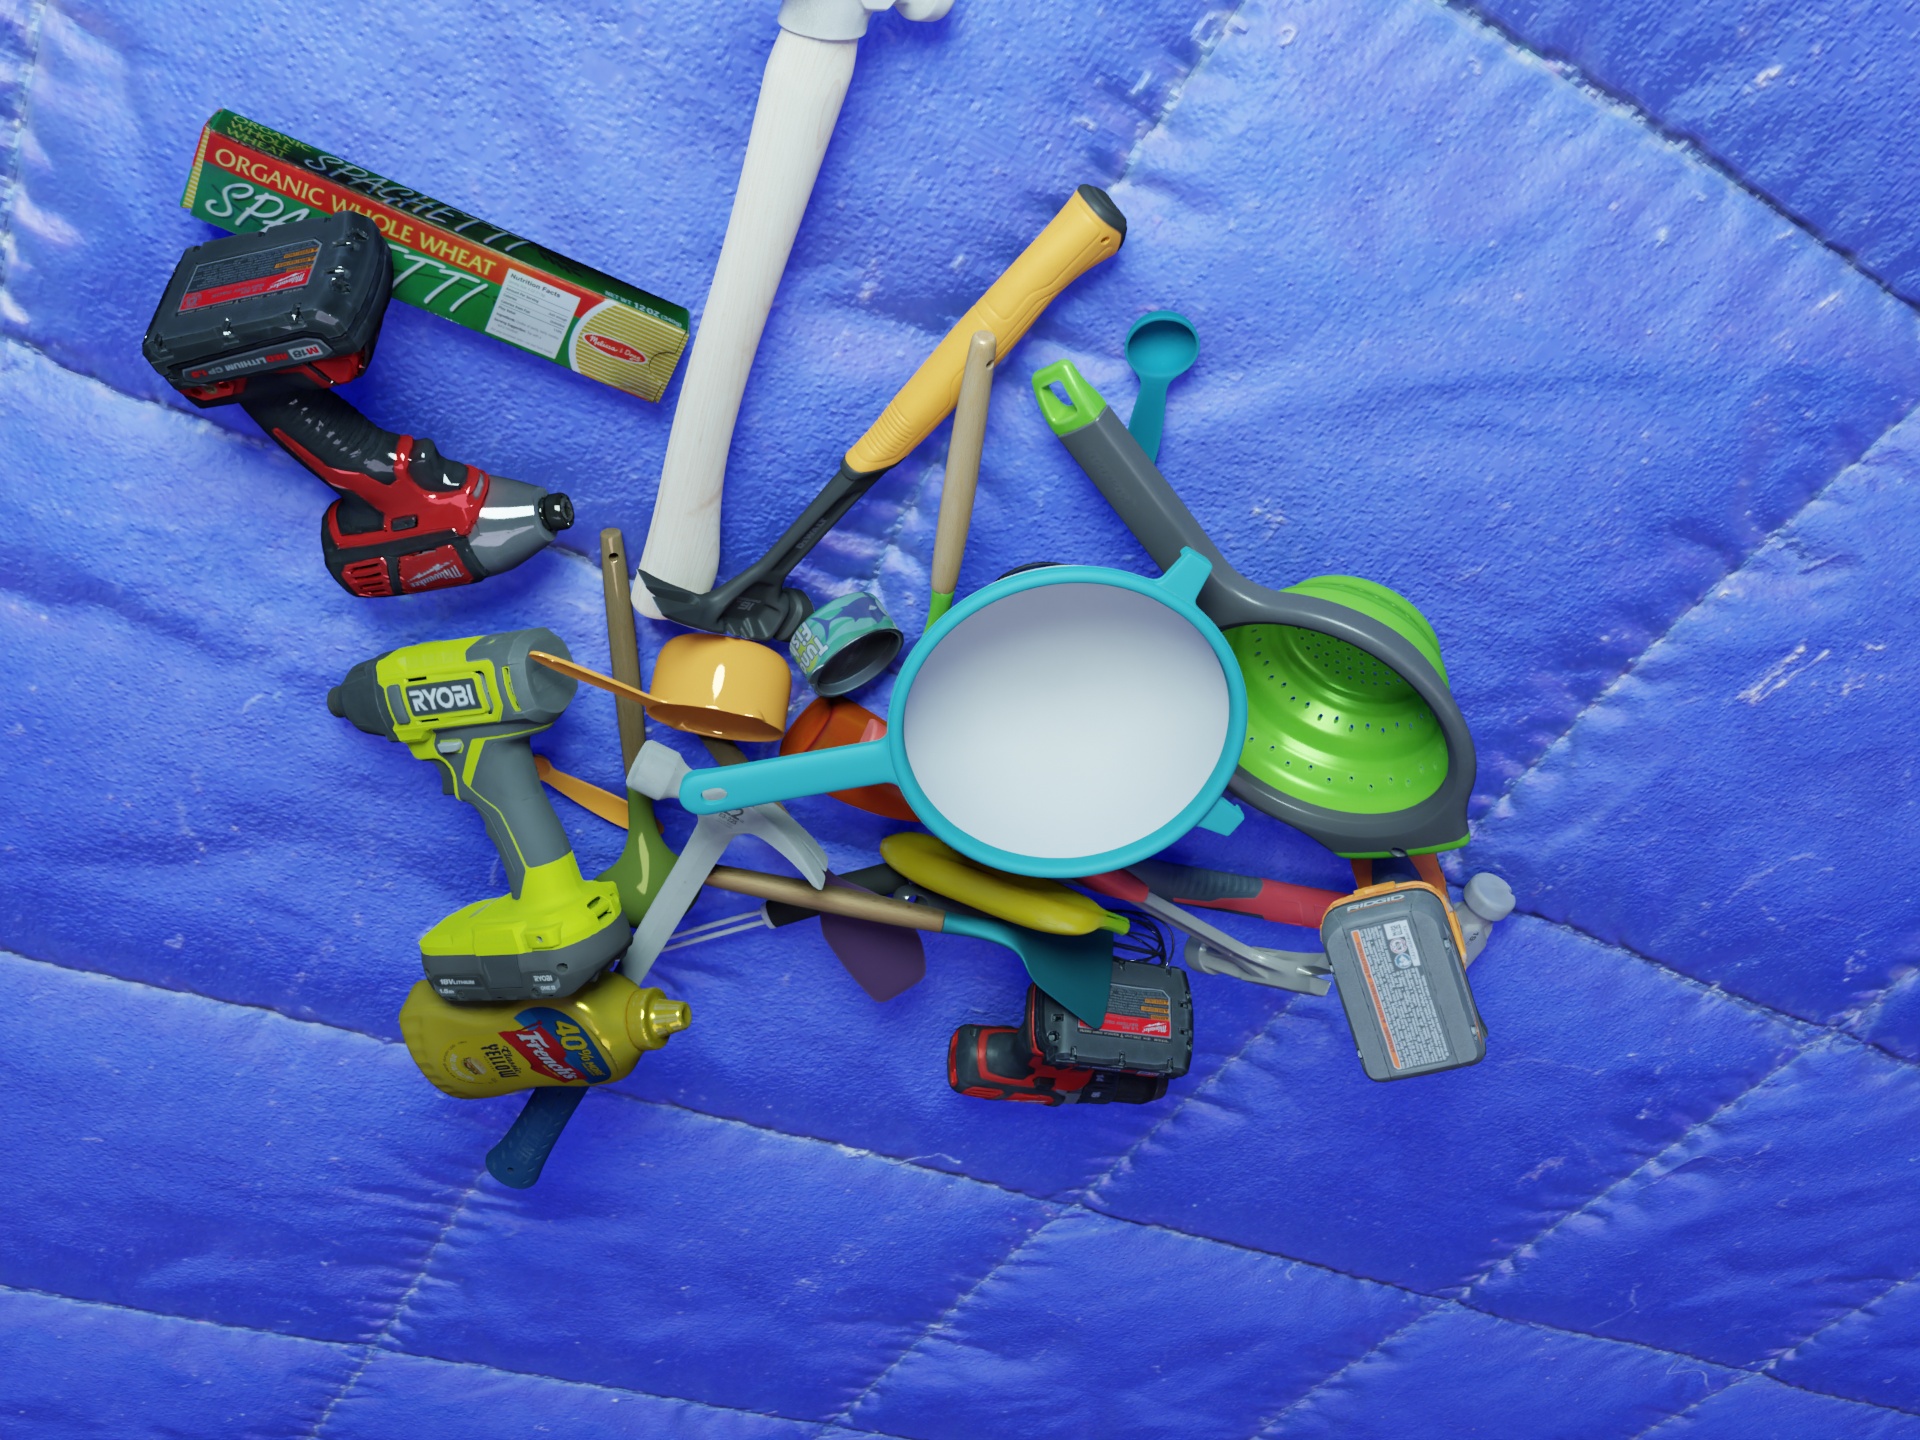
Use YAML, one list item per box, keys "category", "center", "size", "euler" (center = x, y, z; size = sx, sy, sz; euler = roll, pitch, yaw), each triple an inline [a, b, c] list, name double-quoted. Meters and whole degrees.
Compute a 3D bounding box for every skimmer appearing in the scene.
- category: "skimmer"
  center: [-0.197, 0.182, 1.168]
  size: [0.363, 0.090, 0.127]
  euler: [-17, 131, 9]

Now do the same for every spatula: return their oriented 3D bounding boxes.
- category: "spatula"
  center: [-0.040, 0.140, 1.108]
  size: [0.317, 0.082, 0.044]
  euler: [13, 153, -7]
- category: "spatula"
  center: [-0.113, 0.085, 1.109]
  size: [0.060, 0.018, 0.315]
  euler: [-32, 119, 2]

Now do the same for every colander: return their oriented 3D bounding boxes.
- category: "colander"
  center: [0.186, -0.081, 0.973]
  size: [0.204, 0.094, 0.396]
  euler: [-13, 125, 50]

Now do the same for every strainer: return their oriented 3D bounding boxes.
- category: "strainer"
  center: [-0.002, -0.003, 0.969]
  size: [0.340, 0.095, 0.210]
  euler: [-10, 121, 5]

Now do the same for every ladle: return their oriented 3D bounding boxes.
- category: "ladle"
  center: [-0.216, 0.013, 1.050]
  size: [0.078, 0.062, 0.320]
  euler: [-7, 125, -12]

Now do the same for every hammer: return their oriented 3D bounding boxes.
- category: "hammer"
  center: [0.225, 0.147, 1.221]
  size: [0.386, 0.038, 0.143]
  euler: [11, 131, -16]
- category: "hammer"
  center: [-0.038, -0.165, 0.887]
  size: [0.337, 0.034, 0.127]
  euler: [-43, 154, 24]
- category: "hammer"
  center: [-0.126, -0.207, 0.828]
  size: [0.146, 0.038, 0.410]
  euler: [-17, 147, -38]
- category: "hammer"
  center: [0.084, 0.097, 1.070]
  size: [0.358, 0.037, 0.149]
  euler: [30, 165, -23]
- category: "hammer"
  center: [-0.234, 0.194, 1.107]
  size: [0.144, 0.035, 0.405]
  euler: [27, 119, -12]

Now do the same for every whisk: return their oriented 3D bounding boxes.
- category: "whisk"
  center: [0.058, 0.152, 1.187]
  size: [0.238, 0.055, 0.055]
  euler: [15, 129, -24]

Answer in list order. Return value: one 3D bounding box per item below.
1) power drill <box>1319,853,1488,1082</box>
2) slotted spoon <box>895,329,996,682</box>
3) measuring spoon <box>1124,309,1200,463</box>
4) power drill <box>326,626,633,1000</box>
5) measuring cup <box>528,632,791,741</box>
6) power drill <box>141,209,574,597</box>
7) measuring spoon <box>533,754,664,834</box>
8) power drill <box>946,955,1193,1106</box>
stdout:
- category: "power drill"
  center: [0.306, 0.158, 1.081]
  size: [0.084, 0.226, 0.164]
  euler: [-17, 99, 19]
- category: "slotted spoon"
  center: [-0.006, -0.100, 0.943]
  size: [0.070, 0.031, 0.313]
  euler: [-35, 153, -32]
- category: "measuring spoon"
  center: [0.109, -0.187, 0.924]
  size: [0.042, 0.021, 0.128]
  euler: [4, 141, -2]
- category: "power drill"
  center: [-0.303, 0.058, 1.001]
  size: [0.171, 0.080, 0.223]
  euler: [-6, 106, 24]
- category: "measuring cup"
  center: [-0.180, -0.034, 0.971]
  size: [0.173, 0.052, 0.095]
  euler: [22, 161, -38]
- category: "power drill"
  center: [-0.308, -0.152, 0.844]
  size: [0.143, 0.079, 0.219]
  euler: [-8, 144, 11]
- category: "measuring spoon"
  center: [-0.253, 0.052, 1.101]
  size: [0.021, 0.011, 0.116]
  euler: [-43, 127, 20]
- category: "power drill"
  center: [0.106, 0.257, 1.245]
  size: [0.187, 0.080, 0.226]
  euler: [10, 154, -15]
